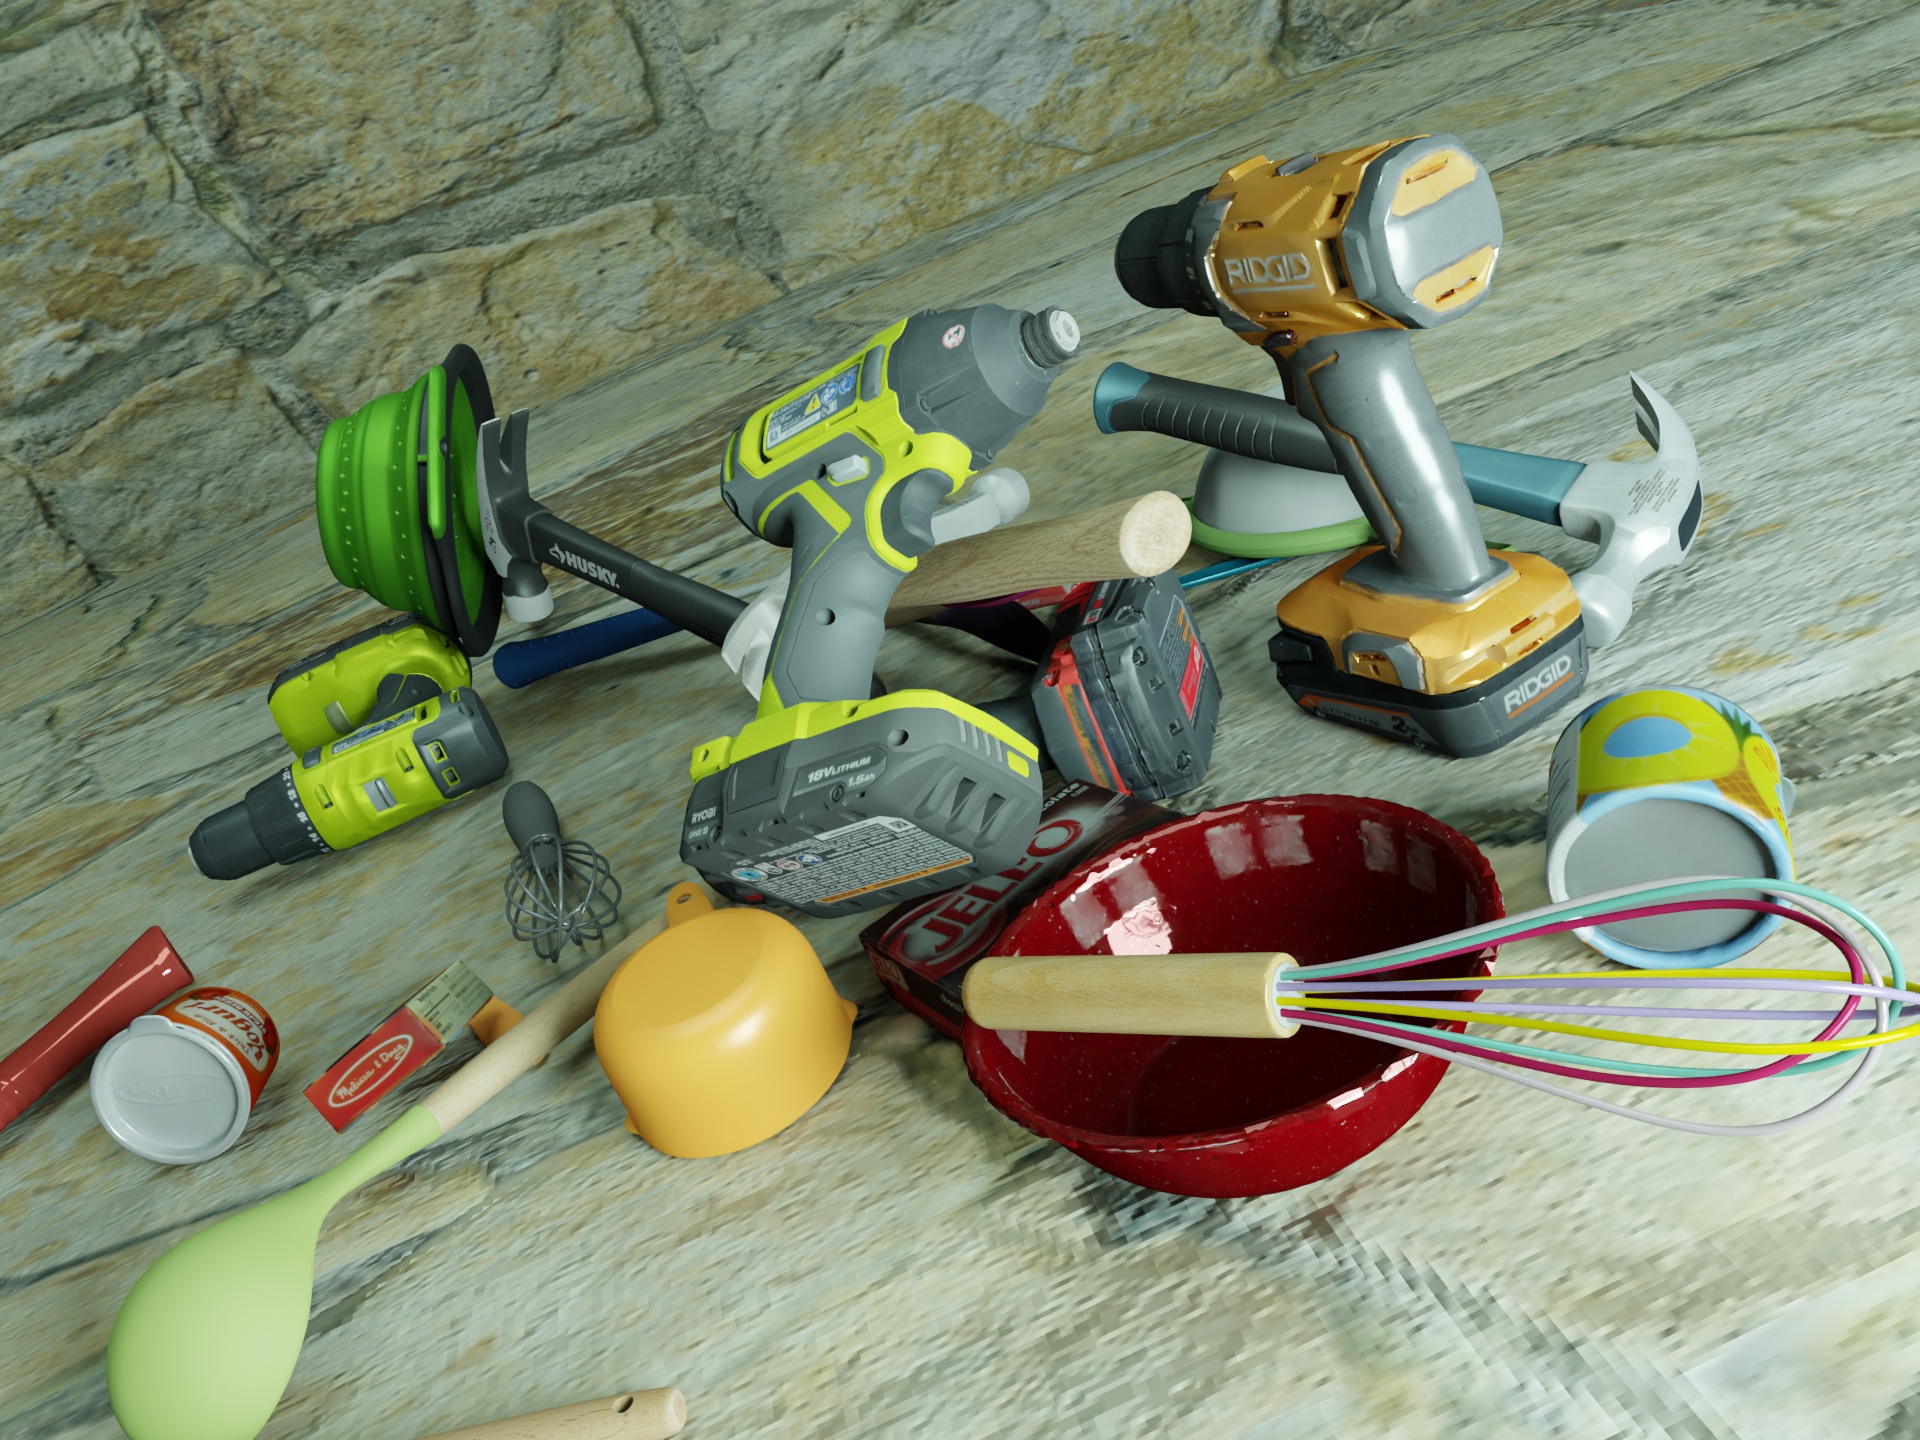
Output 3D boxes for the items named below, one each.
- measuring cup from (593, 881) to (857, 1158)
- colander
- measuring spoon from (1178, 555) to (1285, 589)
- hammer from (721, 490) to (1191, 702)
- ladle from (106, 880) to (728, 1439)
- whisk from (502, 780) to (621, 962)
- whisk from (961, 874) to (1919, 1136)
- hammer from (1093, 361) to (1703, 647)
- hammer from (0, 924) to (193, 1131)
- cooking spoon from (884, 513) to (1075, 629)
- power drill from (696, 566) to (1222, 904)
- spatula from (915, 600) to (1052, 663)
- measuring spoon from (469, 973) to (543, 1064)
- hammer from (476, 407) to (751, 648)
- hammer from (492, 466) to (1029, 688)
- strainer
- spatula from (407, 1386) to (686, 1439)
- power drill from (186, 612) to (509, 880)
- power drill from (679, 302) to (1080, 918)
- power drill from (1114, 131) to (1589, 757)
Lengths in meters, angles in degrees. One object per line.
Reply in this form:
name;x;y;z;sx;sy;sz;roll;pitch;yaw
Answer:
measuring cup;-0.103;0.092;0.616;0.095;0.052;0.174;-26;31;-7
colander;-0.371;-0.129;1.125;0.094;0.204;0.397;-2;-9;-6
measuring spoon;0.122;-0.064;0.830;0.128;0.021;0.042;-19;17;-14
hammer;-0.014;-0.064;0.717;0.130;0.031;0.331;-47;21;-23
ladle;-0.181;0.149;0.616;0.078;0.062;0.320;-11;18;37
whisk;-0.213;0.065;0.808;0.055;0.055;0.239;-28;20;-13
whisk;0.097;0.067;0.386;0.245;0.051;0.047;-7;33;39
hammer;0.188;-0.129;0.758;0.331;0.033;0.128;25;66;43
hammer;-0.509;0.221;0.747;0.149;0.036;0.359;-9;27;28
cooking spoon;-0.018;-0.061;0.814;0.069;0.017;0.319;-44;16;-23
power drill;-0.001;-0.002;0.728;0.226;0.080;0.188;-18;18;20
spatula;-0.016;-0.062;0.913;0.018;0.059;0.316;-51;24;-9
measuring spoon;-0.208;0.130;0.704;0.021;0.011;0.117;-34;25;-25
hammer;-0.180;-0.082;0.948;0.335;0.146;0.035;25;41;35
hammer;-0.155;-0.079;1.035;0.405;0.035;0.144;-14;15;31
strainer;0.202;-0.130;0.812;0.151;0.069;0.257;-20;23;-8
spatula;-0.231;0.231;0.465;0.317;0.044;0.082;-17;27;9
power drill;-0.401;0.017;1.045;0.190;0.080;0.229;-25;26;-8
power drill;-0.028;-0.050;0.607;0.171;0.080;0.223;-20;55;37
power drill;0.146;-0.111;0.632;0.084;0.226;0.185;-31;24;-19
